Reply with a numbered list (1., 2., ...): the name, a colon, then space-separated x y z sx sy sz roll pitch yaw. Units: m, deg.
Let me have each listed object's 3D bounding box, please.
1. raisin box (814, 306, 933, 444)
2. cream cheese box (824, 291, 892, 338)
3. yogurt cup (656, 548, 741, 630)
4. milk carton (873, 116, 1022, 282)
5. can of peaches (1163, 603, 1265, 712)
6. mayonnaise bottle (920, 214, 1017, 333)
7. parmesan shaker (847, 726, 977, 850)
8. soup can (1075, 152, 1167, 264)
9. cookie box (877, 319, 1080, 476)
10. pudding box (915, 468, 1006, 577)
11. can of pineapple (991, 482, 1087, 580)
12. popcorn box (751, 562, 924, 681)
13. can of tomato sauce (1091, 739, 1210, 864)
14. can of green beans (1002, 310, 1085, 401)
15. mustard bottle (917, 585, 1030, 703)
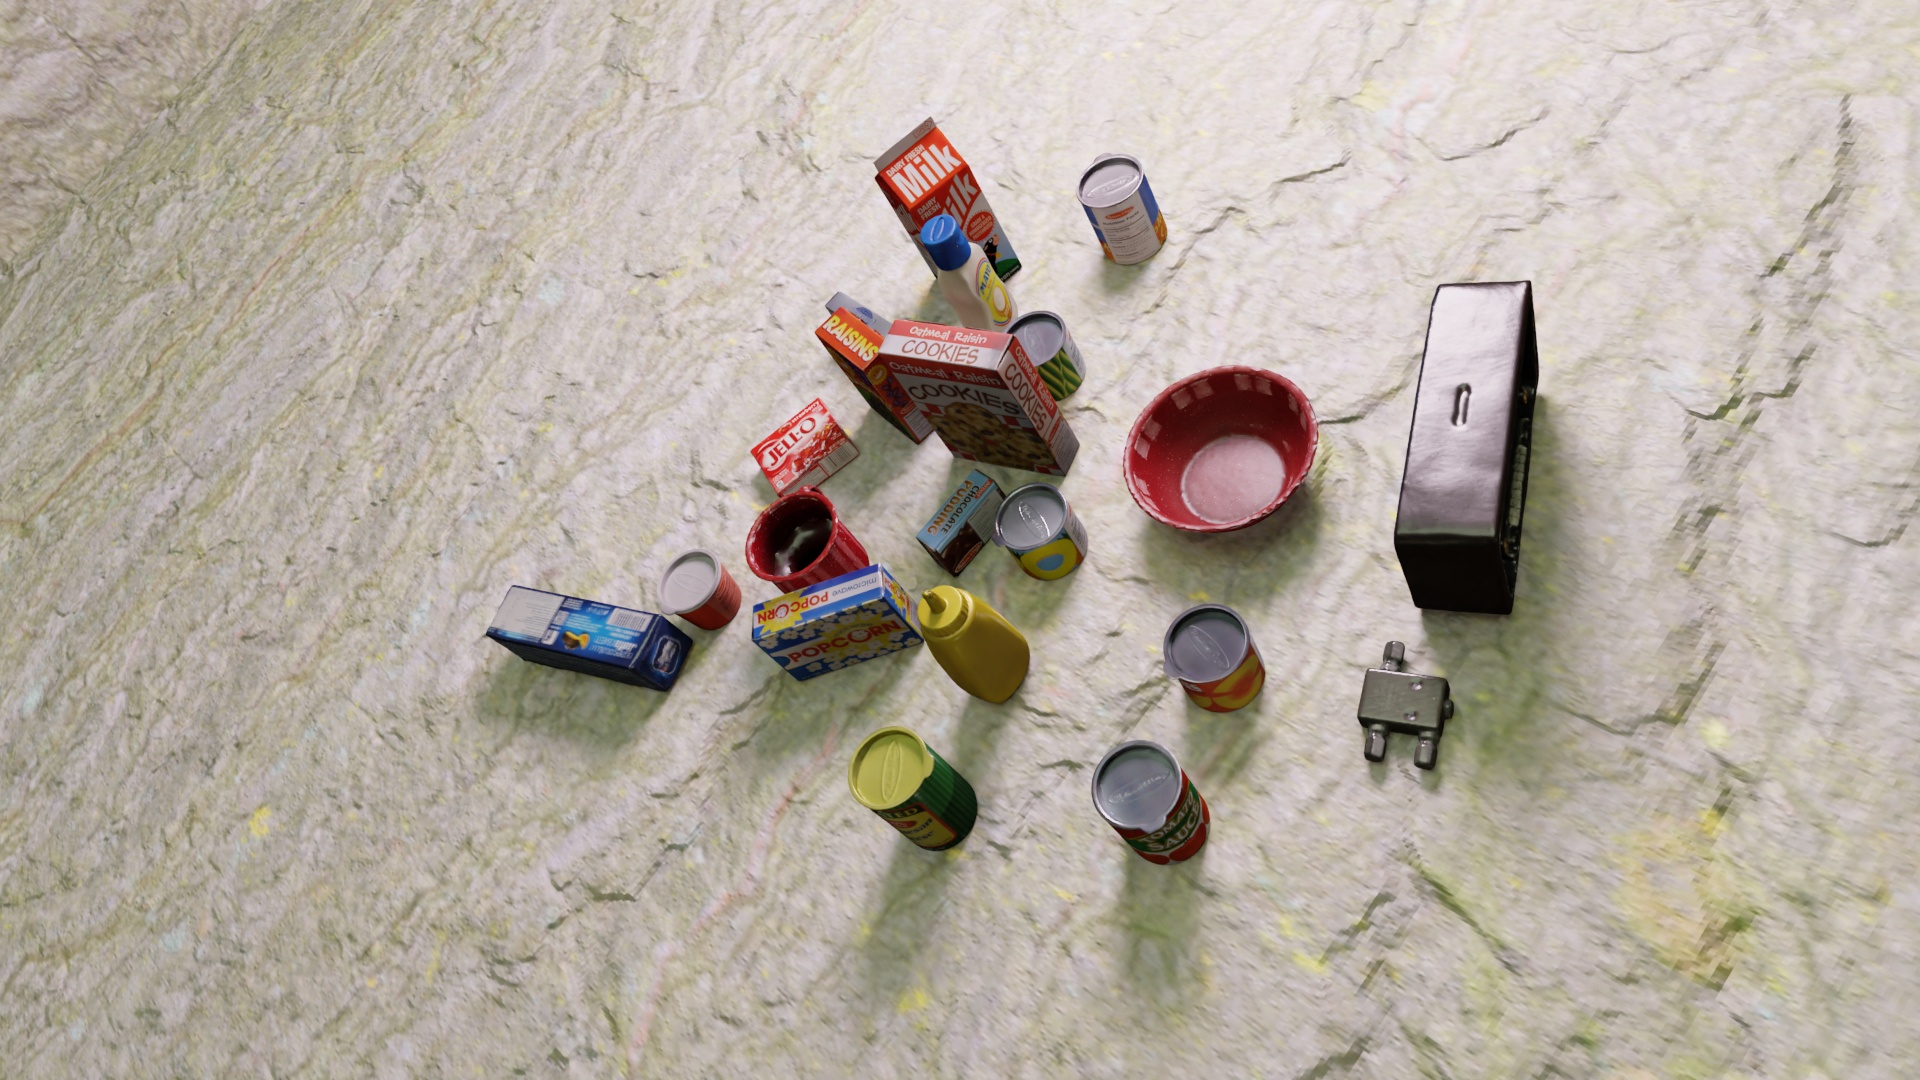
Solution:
1. raisin box: -0.075 -0.155 1.308 0.040 0.123 0.086 -45 51 -5
2. cream cheese box: -0.088 -0.208 1.393 0.024 0.053 0.104 -47 52 -7
3. yogurt cup: -0.242 0.049 1.304 0.072 0.053 0.073 -13 55 19
4. milk carton: -0.018 -0.320 1.342 0.072 0.190 0.074 -40 51 -1
5. can of peaches: 0.192 0.092 1.058 0.071 0.058 0.071 -13 55 19
6. mayonnaise bottle: 0.008 -0.244 1.308 0.041 0.147 0.065 2 61 28
7. parmesan shaker: -0.033 0.194 1.075 0.071 0.102 0.071 -13 55 19
8. soup can: 0.154 -0.316 1.323 0.071 0.083 0.071 -13 55 19
9. cookie box: 0.019 -0.124 1.213 0.123 0.167 0.040 12 67 32
10. pudding box: 0.004 -0.015 1.226 0.030 0.049 0.084 33 78 38
11. can of pineapple: 0.068 -0.006 1.183 0.071 0.057 0.071 -13 55 19
12. popcorn box: -0.105 0.072 1.201 0.126 0.085 0.038 -19 54 15
13. can of tomato sauce: 0.140 0.192 1.004 0.071 0.083 0.071 -13 55 19
14. can of green beans: 0.076 -0.169 1.284 0.071 0.057 0.071 -13 55 19
15. mustard bottle: 0.004 0.073 1.098 0.049 0.159 0.065 23 72 35
